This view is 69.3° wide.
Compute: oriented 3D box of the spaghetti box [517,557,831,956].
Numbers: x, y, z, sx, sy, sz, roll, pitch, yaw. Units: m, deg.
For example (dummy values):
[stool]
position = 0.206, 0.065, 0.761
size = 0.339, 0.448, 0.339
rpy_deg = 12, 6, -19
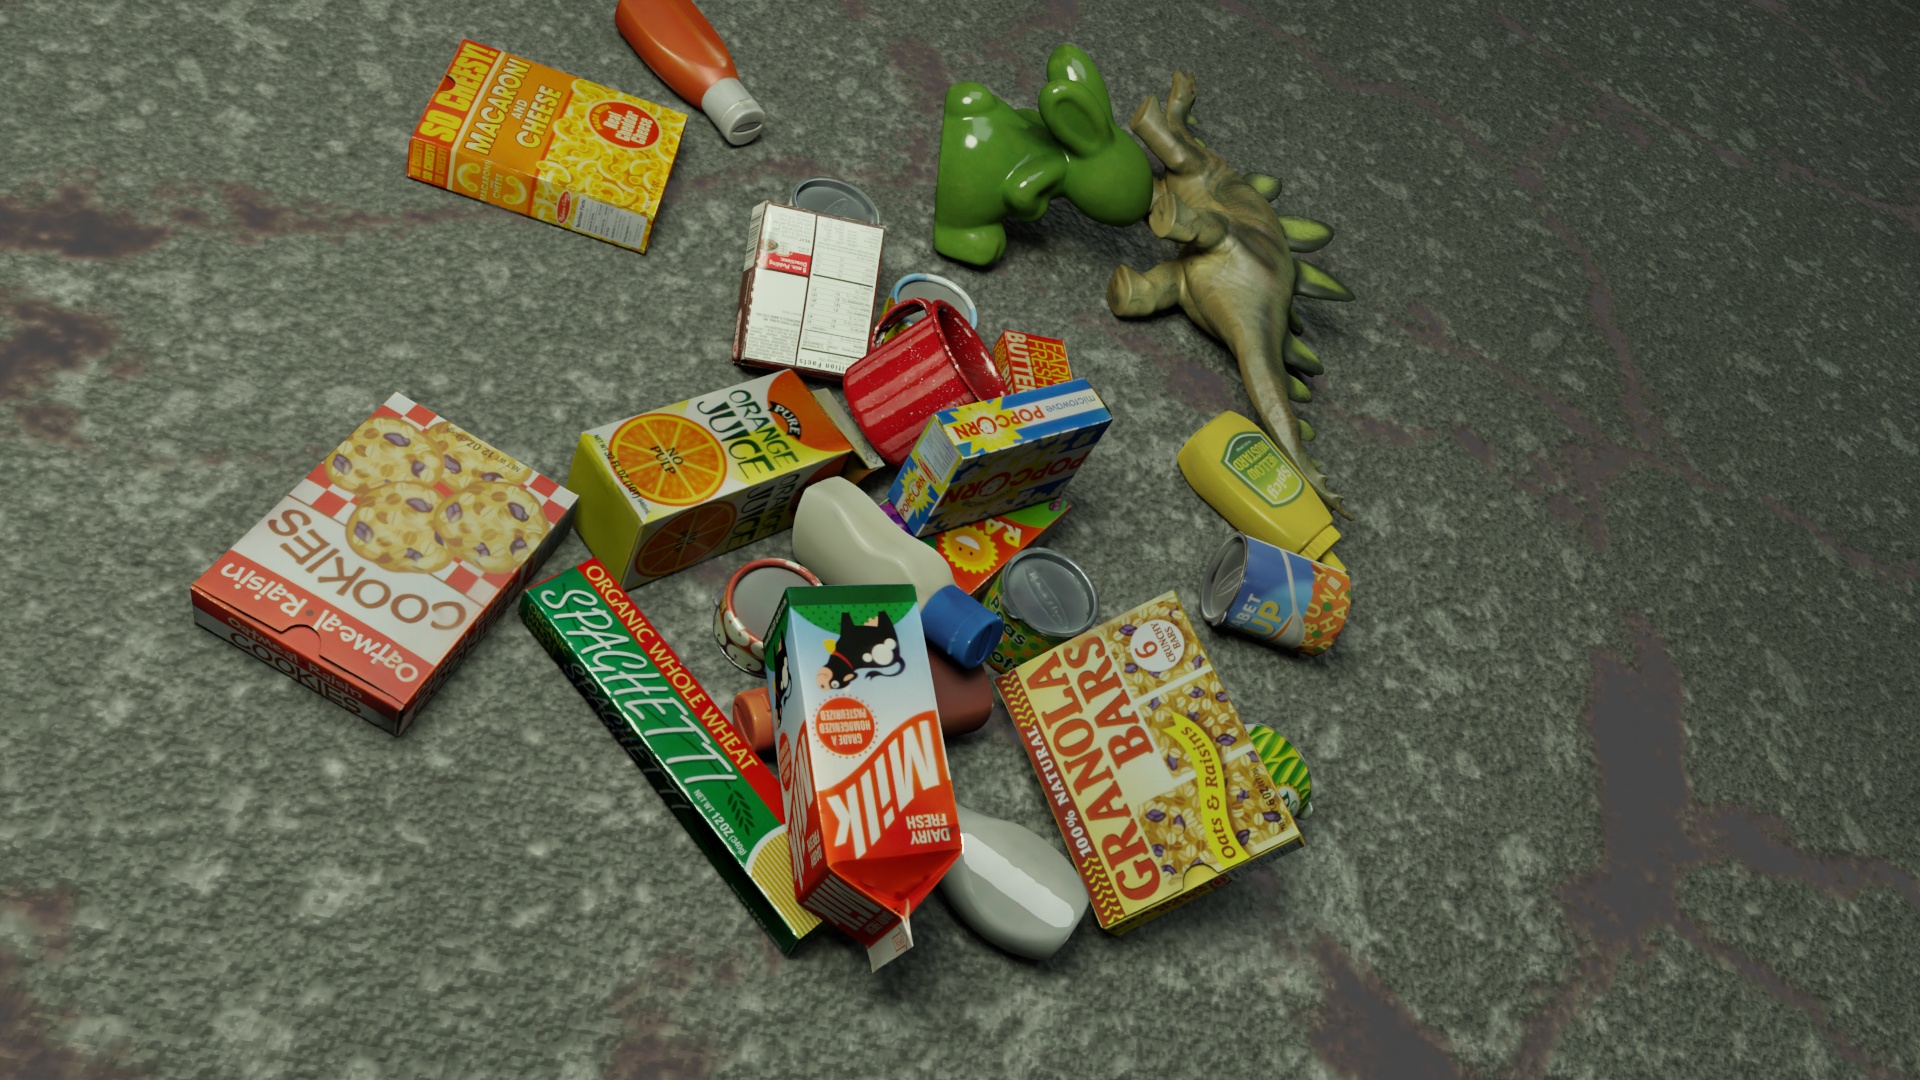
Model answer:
[spaghetti box]
position = -0.151, 0.113, 0.763
size = 0.050, 0.028, 0.250
rpy_deg = -31, 72, -39

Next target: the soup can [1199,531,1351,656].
[soup can]
position = 0.219, 0.041, 0.972
size = 0.084, 0.071, 0.072
rpy_deg = 20, 49, -11

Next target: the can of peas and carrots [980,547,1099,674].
[can of peas and carrots]
position = 0.045, 0.048, 0.887
size = 0.071, 0.058, 0.071
rpy_deg = 13, 51, -16

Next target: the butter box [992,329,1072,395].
[butter box]
position = 0.058, -0.109, 1.036
size = 0.053, 0.024, 0.104
rpy_deg = 6, 53, -22

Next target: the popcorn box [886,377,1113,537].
[popcorn box]
position = 0.026, -0.053, 0.884
size = 0.127, 0.084, 0.038
rpy_deg = -17, 65, -35

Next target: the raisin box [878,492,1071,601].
[raisin box]
position = 0.003, -0.012, 0.926
size = 0.086, 0.039, 0.124
rpy_deg = 43, 48, 9

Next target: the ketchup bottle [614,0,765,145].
[ketchup bottle]
position = -0.209, -0.376, 1.098
size = 0.065, 0.043, 0.149
rpy_deg = -26, 69, -36

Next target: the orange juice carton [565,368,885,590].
[orange juice carton]
position = -0.139, -0.045, 0.860
size = 0.193, 0.072, 0.072
rpy_deg = -23, 67, -37

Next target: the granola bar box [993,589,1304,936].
[granola bar box]
position = 0.109, 0.129, 0.823
size = 0.124, 0.039, 0.166
rpy_deg = -28, 63, 6

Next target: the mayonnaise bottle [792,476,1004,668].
[mayonnaise bottle]
position = -0.039, 0.022, 0.838
size = 0.148, 0.064, 0.041
rpy_deg = 36, 40, 28

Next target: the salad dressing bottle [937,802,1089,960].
[salad dressing bottle]
position = 0.001, 0.174, 0.781
size = 0.148, 0.043, 0.064
rpy_deg = 36, 54, 6

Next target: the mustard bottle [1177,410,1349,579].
[mustard bottle]
position = 0.236, -0.025, 1.038
size = 0.065, 0.048, 0.160
rpy_deg = -37, 76, -28

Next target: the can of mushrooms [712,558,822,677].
[can of mushrooms]
position = -0.114, 0.044, 0.830
size = 0.071, 0.033, 0.071
rpy_deg = 13, 52, -17

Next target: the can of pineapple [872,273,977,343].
[can of pineapple]
position = -0.029, -0.149, 1.002
size = 0.071, 0.057, 0.071
rpy_deg = 13, 51, -17

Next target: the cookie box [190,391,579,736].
[cookie box]
position = -0.308, 0.008, 0.760
size = 0.123, 0.040, 0.168
rpy_deg = 30, 48, -2

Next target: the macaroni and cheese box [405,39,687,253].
[macaroni and cheese box]
position = -0.290, -0.283, 0.990
size = 0.166, 0.040, 0.124
rpy_deg = 16, 49, -14

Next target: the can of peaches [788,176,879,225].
[can of peaches]
position = -0.098, -0.223, 1.025
size = 0.071, 0.057, 0.071
rpy_deg = 14, 50, -17

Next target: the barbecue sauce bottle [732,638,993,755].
[barbecue sauce bottle]
position = -0.057, 0.094, 0.813
size = 0.149, 0.043, 0.065
rpy_deg = -8, 52, -29

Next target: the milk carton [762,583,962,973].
[milk carton]
position = -0.051, 0.123, 0.725
size = 0.073, 0.072, 0.191
rpy_deg = -1, 63, -21

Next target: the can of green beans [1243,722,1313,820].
[can of green beans]
position = 0.174, 0.155, 0.862
size = 0.058, 0.071, 0.071
rpy_deg = -26, 70, -37
